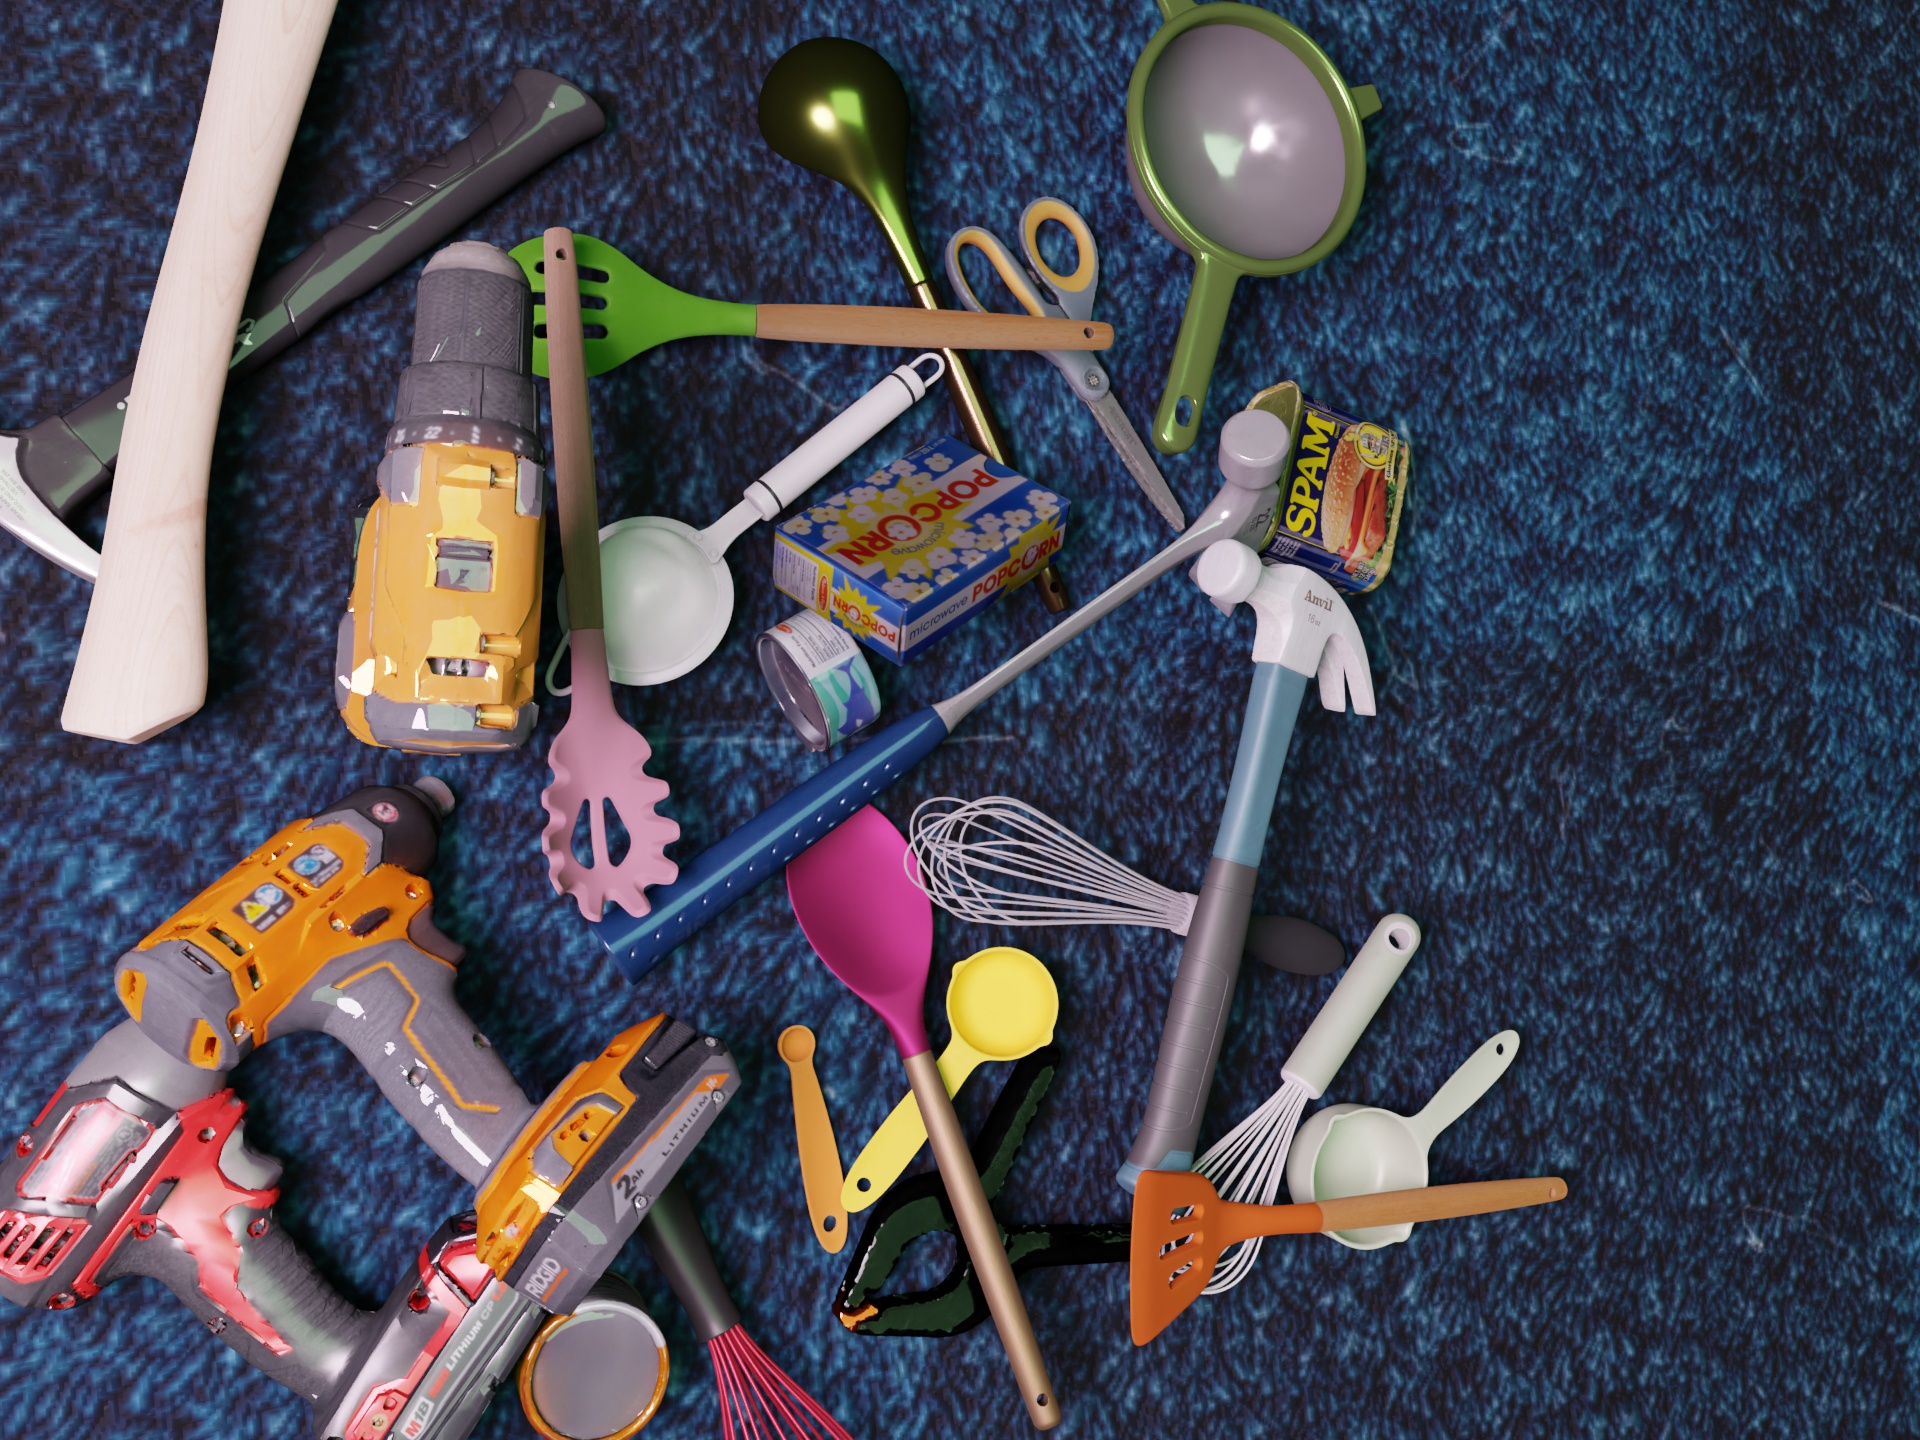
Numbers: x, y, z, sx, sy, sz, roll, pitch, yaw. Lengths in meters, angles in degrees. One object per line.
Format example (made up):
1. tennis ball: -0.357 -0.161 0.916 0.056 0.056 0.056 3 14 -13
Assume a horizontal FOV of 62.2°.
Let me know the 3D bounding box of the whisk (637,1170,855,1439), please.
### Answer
1. whisk: -0.104 0.304 0.751 0.073 0.073 0.296 -27 89 -20

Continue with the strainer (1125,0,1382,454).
1. strainer: 0.133 -0.262 0.877 0.151 0.069 0.256 18 80 -21

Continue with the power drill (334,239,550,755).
1. power drill: -0.208 -0.075 0.649 0.084 0.226 0.185 3 85 -20

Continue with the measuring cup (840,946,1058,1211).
1. measuring cup: -0.010 0.184 0.812 0.062 0.029 0.156 38 83 5

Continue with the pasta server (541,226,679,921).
1. pasta server: -0.170 -0.069 0.720 0.060 0.040 0.316 -4 87 -23

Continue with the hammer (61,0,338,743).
1. hammer: -0.331 -0.196 0.680 0.146 0.038 0.411 11 81 -17

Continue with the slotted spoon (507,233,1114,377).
1. slotted spoon: -0.075 -0.199 0.788 0.313 0.031 0.070 0 93 -12

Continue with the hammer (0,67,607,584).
1. hammer: -0.296 -0.192 0.729 0.335 0.035 0.146 -44 100 -18

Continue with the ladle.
1. ladle: -0.014 -0.203 0.839 0.078 0.062 0.320 -28 102 -15

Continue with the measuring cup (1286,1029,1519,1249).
1. measuring cup: 0.252 0.227 0.901 0.167 0.038 0.083 -35 98 -22

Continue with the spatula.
1. spatula: 0.209 0.260 0.829 0.322 0.041 0.081 4 86 -29

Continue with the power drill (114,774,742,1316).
1. power drill: -0.210 0.123 0.679 0.226 0.084 0.164 36 42 1

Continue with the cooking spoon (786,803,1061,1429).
1. cooking spoon: -0.013 0.190 0.785 0.068 0.017 0.319 -18 80 -18

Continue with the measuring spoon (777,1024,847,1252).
1. measuring spoon: -0.074 0.209 0.795 0.021 0.011 0.117 -12 94 -31

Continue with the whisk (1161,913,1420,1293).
1. whisk: 0.180 0.205 0.864 0.058 0.059 0.246 36 73 7

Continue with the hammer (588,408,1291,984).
1. hammer: -0.001 -0.003 0.790 0.405 0.144 0.035 -35 68 -12

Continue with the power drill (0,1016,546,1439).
1. power drill: -0.288 0.215 0.680 0.219 0.078 0.143 35 74 -12

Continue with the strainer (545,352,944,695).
1. strainer: -0.104 -0.105 0.779 0.258 0.050 0.087 -42 78 -15

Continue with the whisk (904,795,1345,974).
1. whisk: 0.095 0.094 0.836 0.284 0.070 0.070 18 80 -28

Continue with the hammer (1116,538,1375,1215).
1. hammer: 0.135 0.085 0.804 0.128 0.033 0.331 17 86 -39
